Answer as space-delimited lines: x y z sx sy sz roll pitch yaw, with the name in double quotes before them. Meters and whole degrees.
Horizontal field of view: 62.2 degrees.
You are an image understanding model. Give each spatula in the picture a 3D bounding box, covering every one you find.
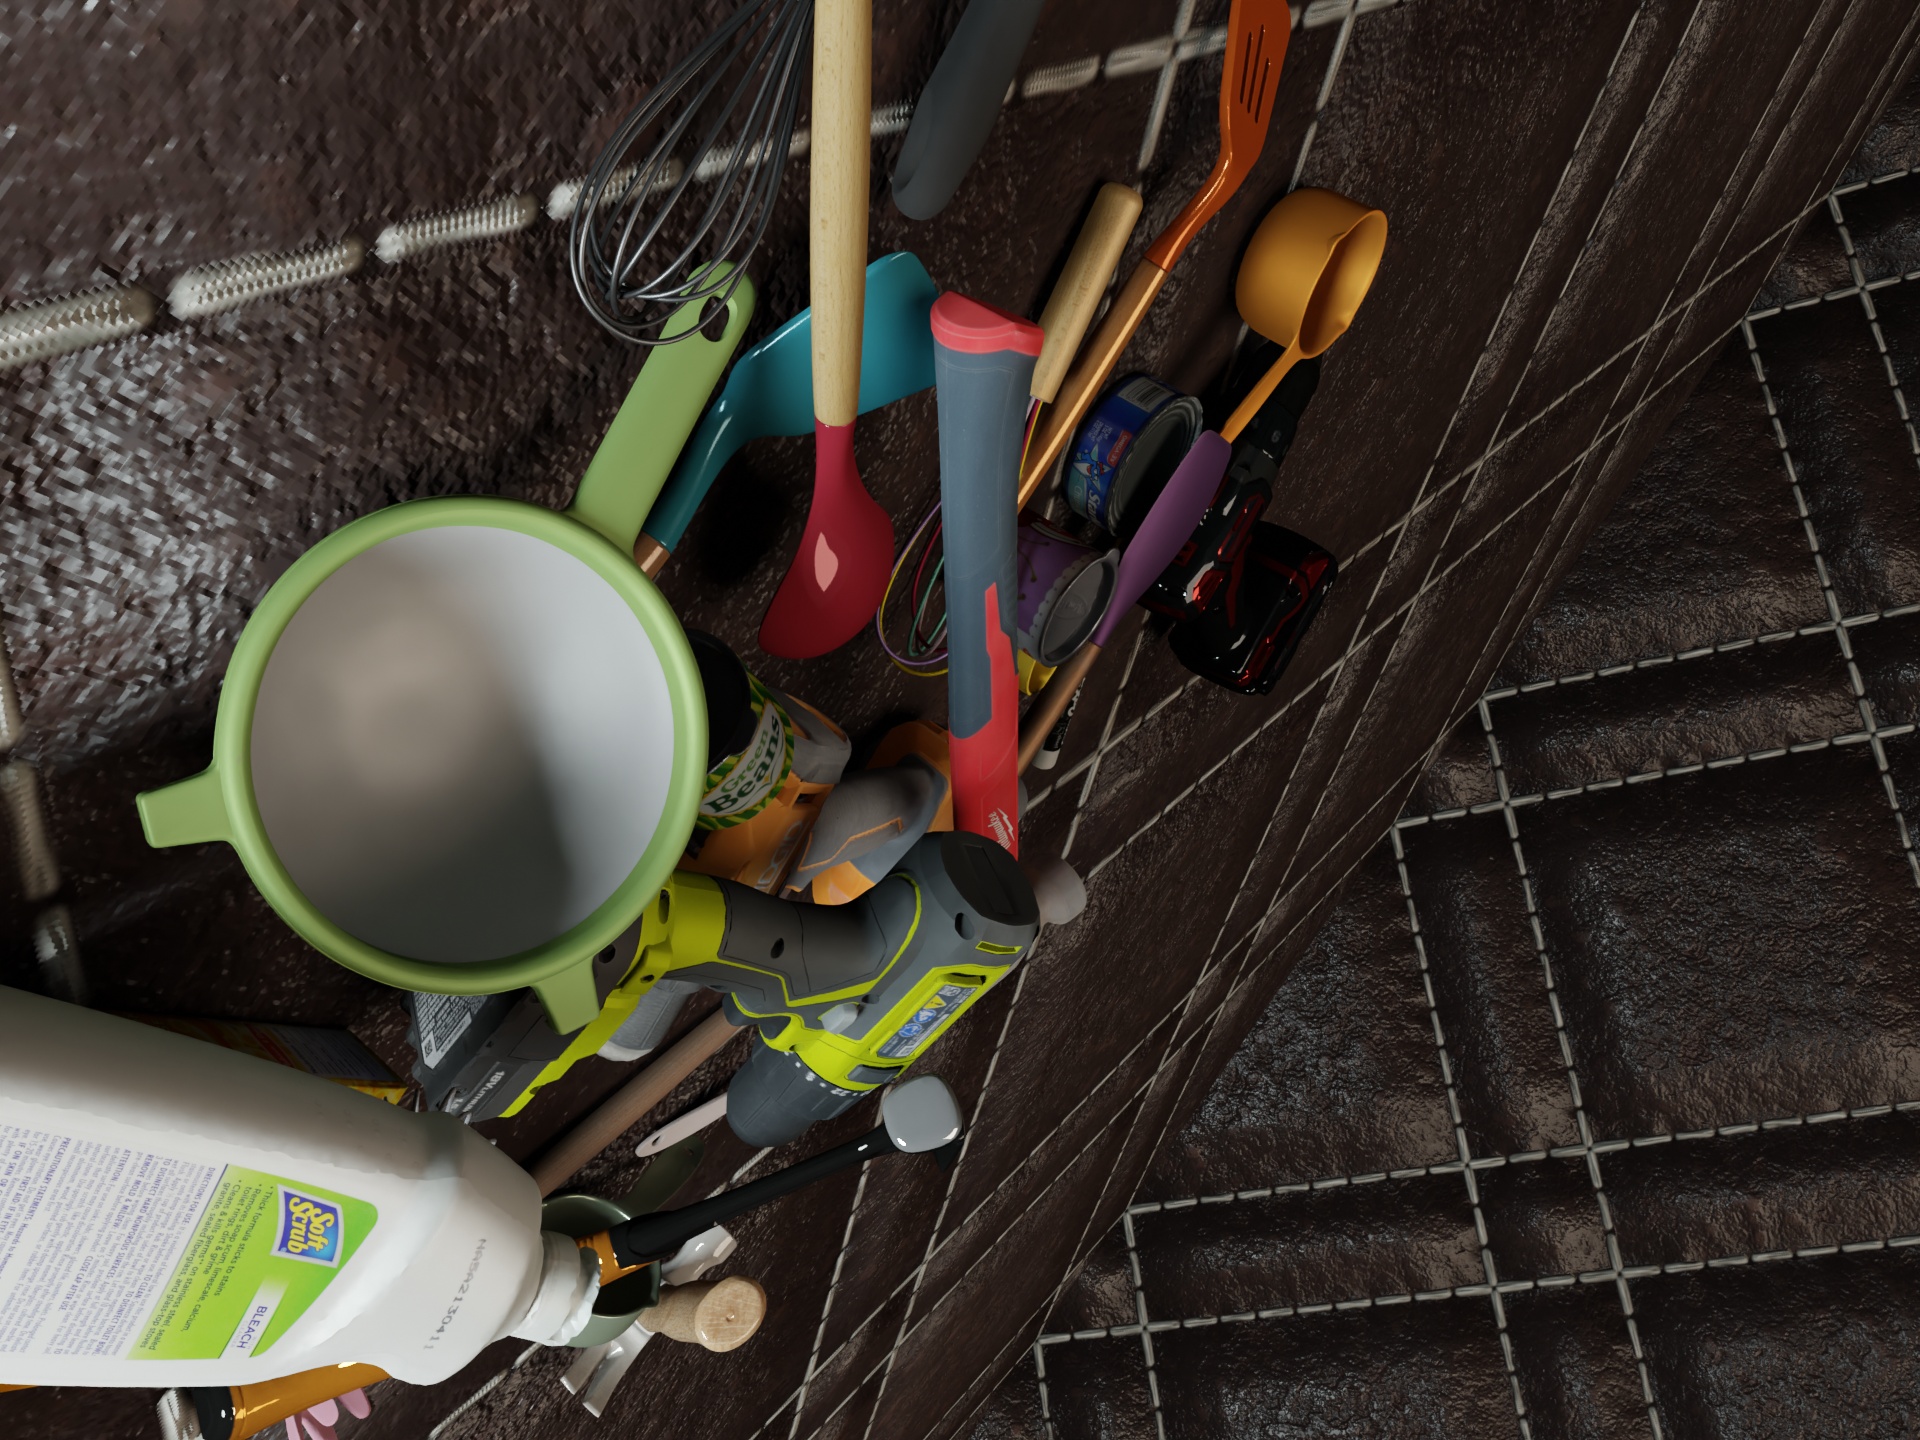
"spatula" 0.061 -0.024 0.899 0.316 0.018 0.059 -57 151 10
"spatula" 0.074 -0.202 0.768 0.322 0.041 0.081 -57 158 15
"spatula" -0.120 -0.040 0.572 0.317 0.044 0.082 -52 159 -6

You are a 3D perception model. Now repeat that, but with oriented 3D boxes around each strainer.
"strainer" -0.140 -0.040 0.515 0.151 0.069 0.256 35 69 -33

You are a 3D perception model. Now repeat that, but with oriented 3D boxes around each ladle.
"ladle" -0.041 -0.123 0.527 0.069 0.031 0.315 -39 154 -30

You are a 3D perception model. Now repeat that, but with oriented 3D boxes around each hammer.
"hammer" -0.152 0.321 0.862 0.130 0.031 0.331 -46 179 -25
"hammer" -0.157 0.233 0.690 0.337 0.034 0.127 -20 161 -8
"hammer" -0.001 -0.002 0.691 0.143 0.038 0.385 -35 144 -28

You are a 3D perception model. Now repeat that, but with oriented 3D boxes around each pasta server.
"pasta server" -0.203 0.233 0.791 0.316 0.040 0.060 -38 164 -38

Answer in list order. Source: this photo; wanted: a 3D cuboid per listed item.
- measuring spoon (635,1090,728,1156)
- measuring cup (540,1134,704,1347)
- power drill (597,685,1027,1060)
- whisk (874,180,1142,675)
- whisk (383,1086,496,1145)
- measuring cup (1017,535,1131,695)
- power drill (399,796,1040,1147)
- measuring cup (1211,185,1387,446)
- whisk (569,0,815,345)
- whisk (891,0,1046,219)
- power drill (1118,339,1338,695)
"measuring spoon" -0.142 0.219 0.930 0.124 0.018 0.034 -24 143 -41
"measuring cup" -0.185 0.278 0.867 0.038 0.083 0.167 -54 175 20
"power drill" -0.077 0.078 0.779 0.185 0.084 0.226 -59 154 13
"whisk" 0.027 -0.131 0.744 0.051 0.047 0.245 0 118 -62
"whisk" -0.208 0.190 0.604 0.070 0.070 0.284 -43 176 -27
"measuring cup" 0.064 -0.079 0.926 0.157 0.029 0.062 -55 164 -33
"power drill" -0.101 0.113 0.650 0.228 0.080 0.190 14 129 -42
"measuring cup" 0.169 -0.221 0.893 0.173 0.052 0.095 -53 158 -2
"whisk" -0.045 -0.219 0.475 0.239 0.055 0.055 -59 158 -1
"whisk" 0.046 -0.303 0.526 0.073 0.073 0.295 -18 143 -56
"power drill" 0.184 -0.126 1.019 0.188 0.080 0.226 -60 156 -5
